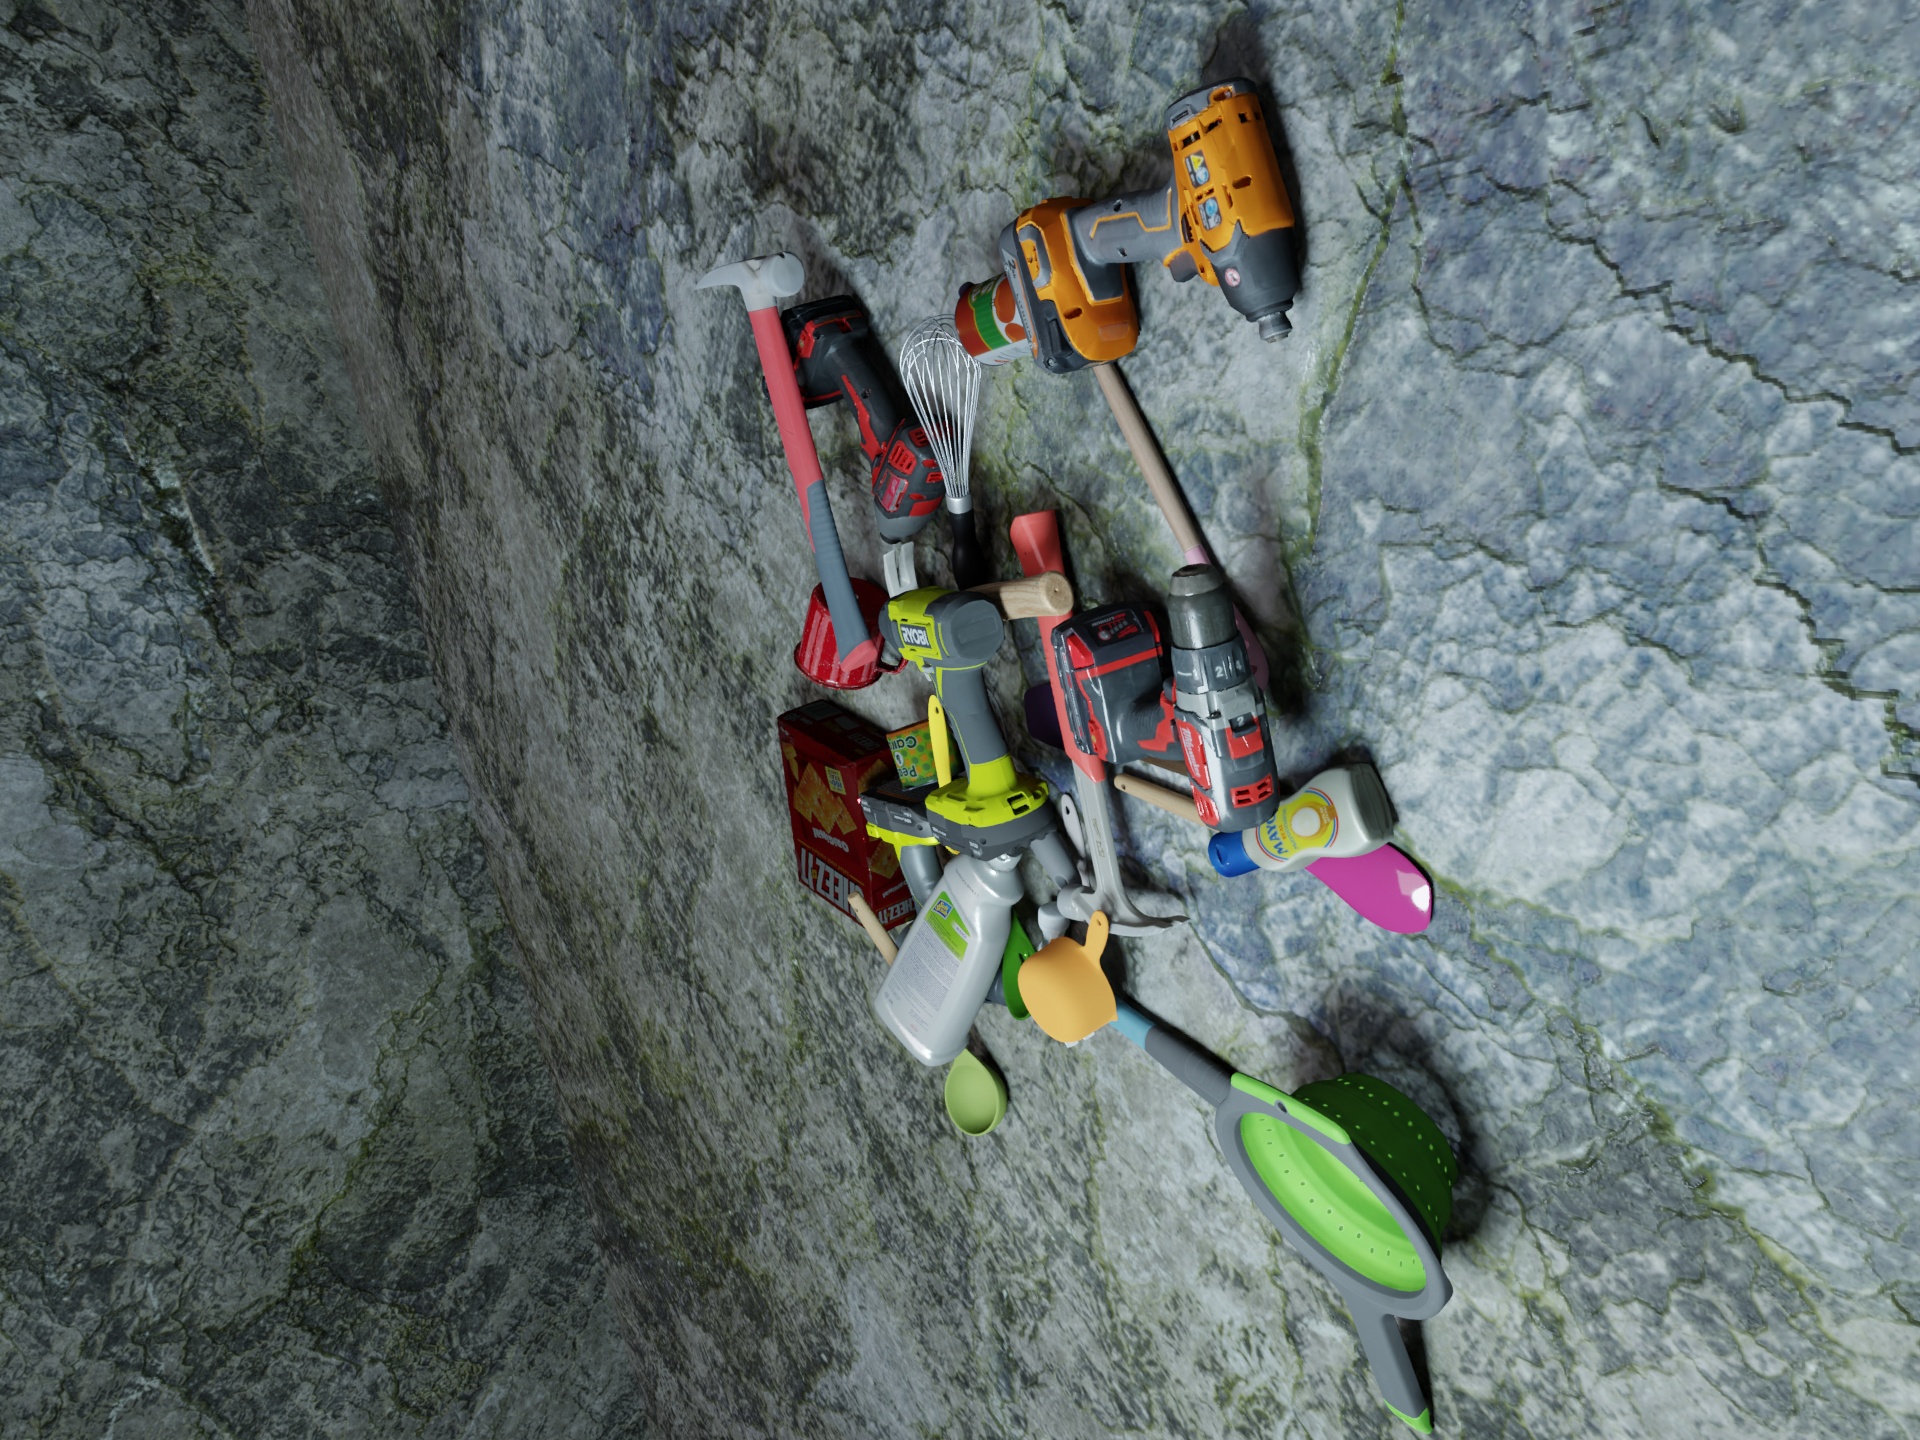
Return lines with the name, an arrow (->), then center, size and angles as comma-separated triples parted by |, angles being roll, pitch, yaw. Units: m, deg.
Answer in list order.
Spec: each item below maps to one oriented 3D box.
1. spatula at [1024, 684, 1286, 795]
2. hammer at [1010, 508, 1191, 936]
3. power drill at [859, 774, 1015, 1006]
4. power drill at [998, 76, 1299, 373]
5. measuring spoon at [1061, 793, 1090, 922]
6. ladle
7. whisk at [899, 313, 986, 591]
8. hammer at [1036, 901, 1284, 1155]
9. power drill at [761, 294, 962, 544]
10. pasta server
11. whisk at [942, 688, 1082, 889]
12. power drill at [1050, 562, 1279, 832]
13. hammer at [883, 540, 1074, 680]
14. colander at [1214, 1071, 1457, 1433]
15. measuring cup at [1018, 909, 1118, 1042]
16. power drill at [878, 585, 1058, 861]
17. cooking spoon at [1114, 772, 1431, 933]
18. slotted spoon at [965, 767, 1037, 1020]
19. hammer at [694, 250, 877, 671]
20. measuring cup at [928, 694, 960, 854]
spatula -> 0.148, 0.022, 1.312 | 0.316, 0.018, 0.059 | 21, 123, 52
hammer -> 0.102, 0.003, 1.324 | 0.149, 0.036, 0.359 | -1, 103, 58
power drill -> -0.012, 0.174, 1.590 | 0.191, 0.080, 0.228 | 11, 119, 56
power drill -> 0.135, -0.313, 1.089 | 0.226, 0.084, 0.164 | -13, 96, 54
measuring spoon -> 0.102, 0.127, 1.441 | 0.034, 0.018, 0.124 | 8, 113, 56
ladle -> -0.040, 0.302, 1.627 | 0.078, 0.062, 0.320 | -2, 128, 44
whisk -> -0.006, -0.214, 1.350 | 0.070, 0.070, 0.284 | 39, 150, 40
hammer -> 0.178, 0.286, 1.400 | 0.331, 0.033, 0.128 | 31, 131, 46
power drill -> -0.089, -0.272, 1.462 | 0.220, 0.078, 0.143 | 54, 146, 20
pasta server -> 0.155, -0.149, 1.187 | 0.060, 0.040, 0.316 | 123, 124, -73
whisk -> 0.048, 0.056, 1.452 | 0.239, 0.055, 0.055 | 60, 147, 17
power drill -> 0.148, -0.033, 1.162 | 0.227, 0.080, 0.187 | -148, 41, -66
hammer -> 0.011, -0.101, 1.362 | 0.130, 0.031, 0.331 | 64, 160, -10
colander -> 0.322, 0.392, 1.205 | 0.205, 0.094, 0.396 | 19, 141, 51
measuring cup -> 0.094, 0.219, 1.379 | 0.095, 0.052, 0.173 | 49, 155, 25
power drill -> -0.002, -0.004, 1.359 | 0.171, 0.080, 0.223 | 13, 122, 63
cooking spoon -> 0.229, 0.090, 1.224 | 0.319, 0.017, 0.068 | 23, 124, 50
slotted spoon -> 0.033, 0.125, 1.504 | 0.070, 0.031, 0.314 | -23, 79, 60
hammer -> -0.151, -0.231, 1.475 | 0.143, 0.038, 0.386 | 11, 120, 52
measuring cup -> -0.005, 0.048, 1.476 | 0.062, 0.029, 0.156 | 11, 114, 50
